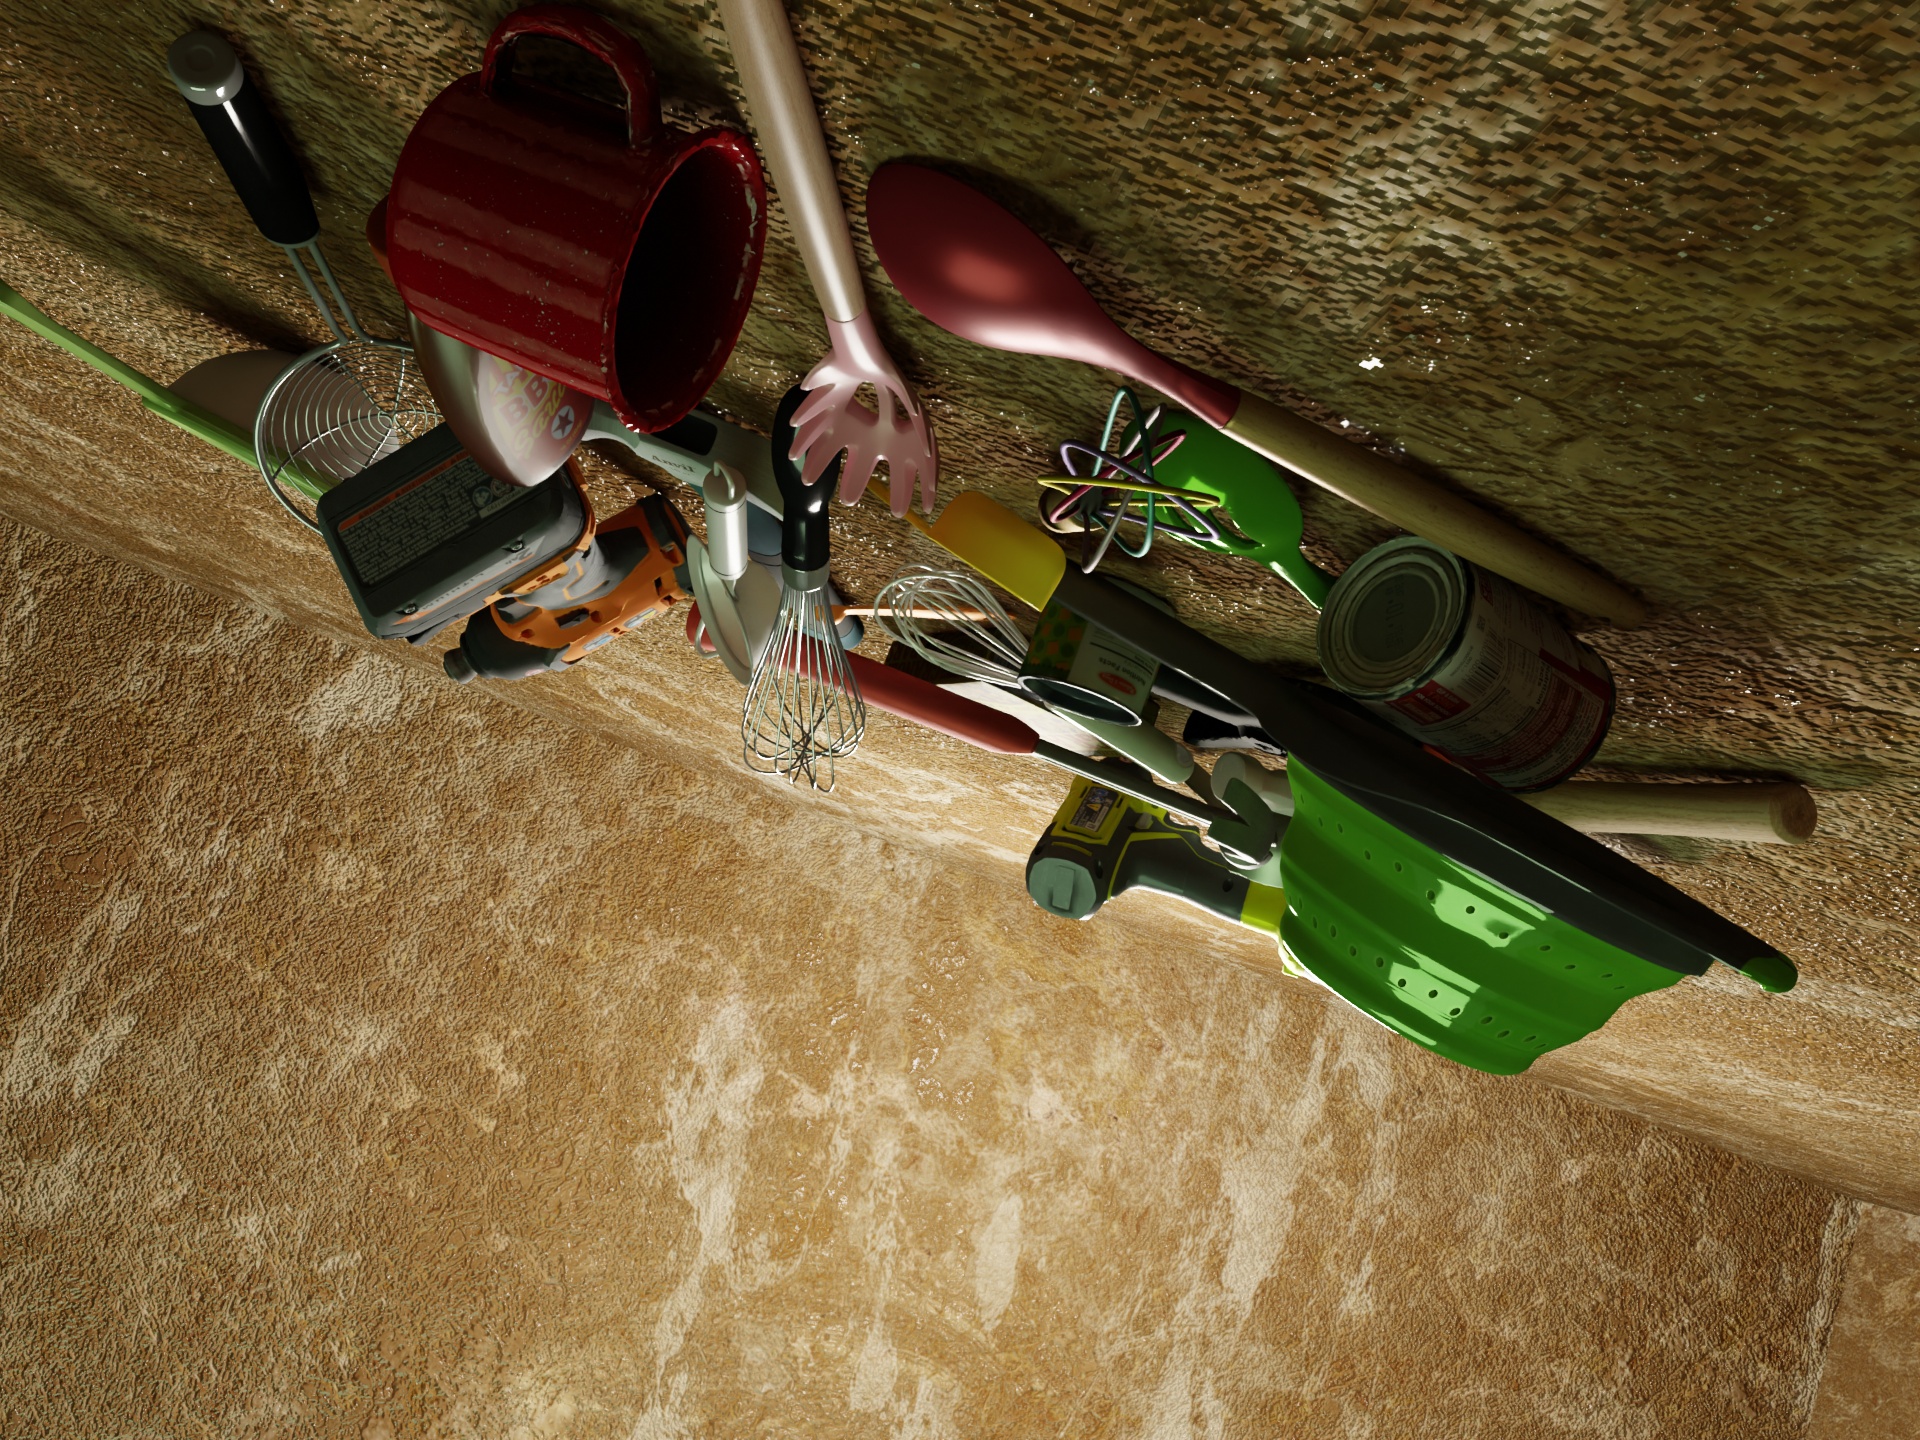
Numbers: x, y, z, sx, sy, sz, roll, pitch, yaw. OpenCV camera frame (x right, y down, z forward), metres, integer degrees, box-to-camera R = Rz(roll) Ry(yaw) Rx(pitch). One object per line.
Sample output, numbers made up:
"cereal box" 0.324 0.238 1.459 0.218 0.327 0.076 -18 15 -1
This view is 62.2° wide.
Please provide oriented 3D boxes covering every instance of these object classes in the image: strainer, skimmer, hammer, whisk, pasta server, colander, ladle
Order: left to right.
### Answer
"strainer" -0.402 -0.188 0.866 0.152 0.069 0.256 24 173 33
"skimmer" -0.276 -0.162 0.698 0.127 0.090 0.363 -7 172 -11
"strainer" -0.113 -0.077 0.790 0.050 0.087 0.258 -24 172 -12
"hammer" -0.107 -0.098 0.888 0.128 0.033 0.330 19 171 12
"whisk" -0.074 -0.053 0.762 0.070 0.070 0.284 19 146 7
"pasta server" -0.044 -0.140 0.510 0.060 0.040 0.316 14 169 7
"hammer" -0.001 -0.003 0.869 0.359 0.037 0.149 22 176 21
"whisk" 0.050 -0.020 0.905 0.246 0.058 0.059 31 132 -33
"whisk" 0.044 -0.079 0.550 0.047 0.051 0.245 -21 -174 0
"colander" 0.136 0.036 0.675 0.397 0.094 0.204 33 -169 29
"ladle" 0.107 -0.092 0.517 0.315 0.031 0.069 22 172 -21
"hammer" 0.290 0.045 0.850 0.130 0.031 0.331 15 172 -30

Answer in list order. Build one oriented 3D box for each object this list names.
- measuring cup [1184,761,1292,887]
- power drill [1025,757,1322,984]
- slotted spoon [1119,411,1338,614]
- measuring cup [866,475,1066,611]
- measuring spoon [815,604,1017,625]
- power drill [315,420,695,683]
"measuring cup" 0.188 0.051 1.055 0.083 0.038 0.168 -12 -147 -23
"power drill" 0.175 0.092 1.094 0.223 0.080 0.171 16 -147 16
"slotted spoon" 0.167 -0.043 0.664 0.070 0.031 0.313 8 166 46
"measuring cup" -0.007 -0.092 0.686 0.062 0.029 0.157 30 -172 -39
"measuring spoon" -0.026 -0.058 0.905 0.117 0.011 0.021 2 171 0
"power drill" -0.239 -0.077 0.844 0.084 0.164 0.226 61 -175 10
